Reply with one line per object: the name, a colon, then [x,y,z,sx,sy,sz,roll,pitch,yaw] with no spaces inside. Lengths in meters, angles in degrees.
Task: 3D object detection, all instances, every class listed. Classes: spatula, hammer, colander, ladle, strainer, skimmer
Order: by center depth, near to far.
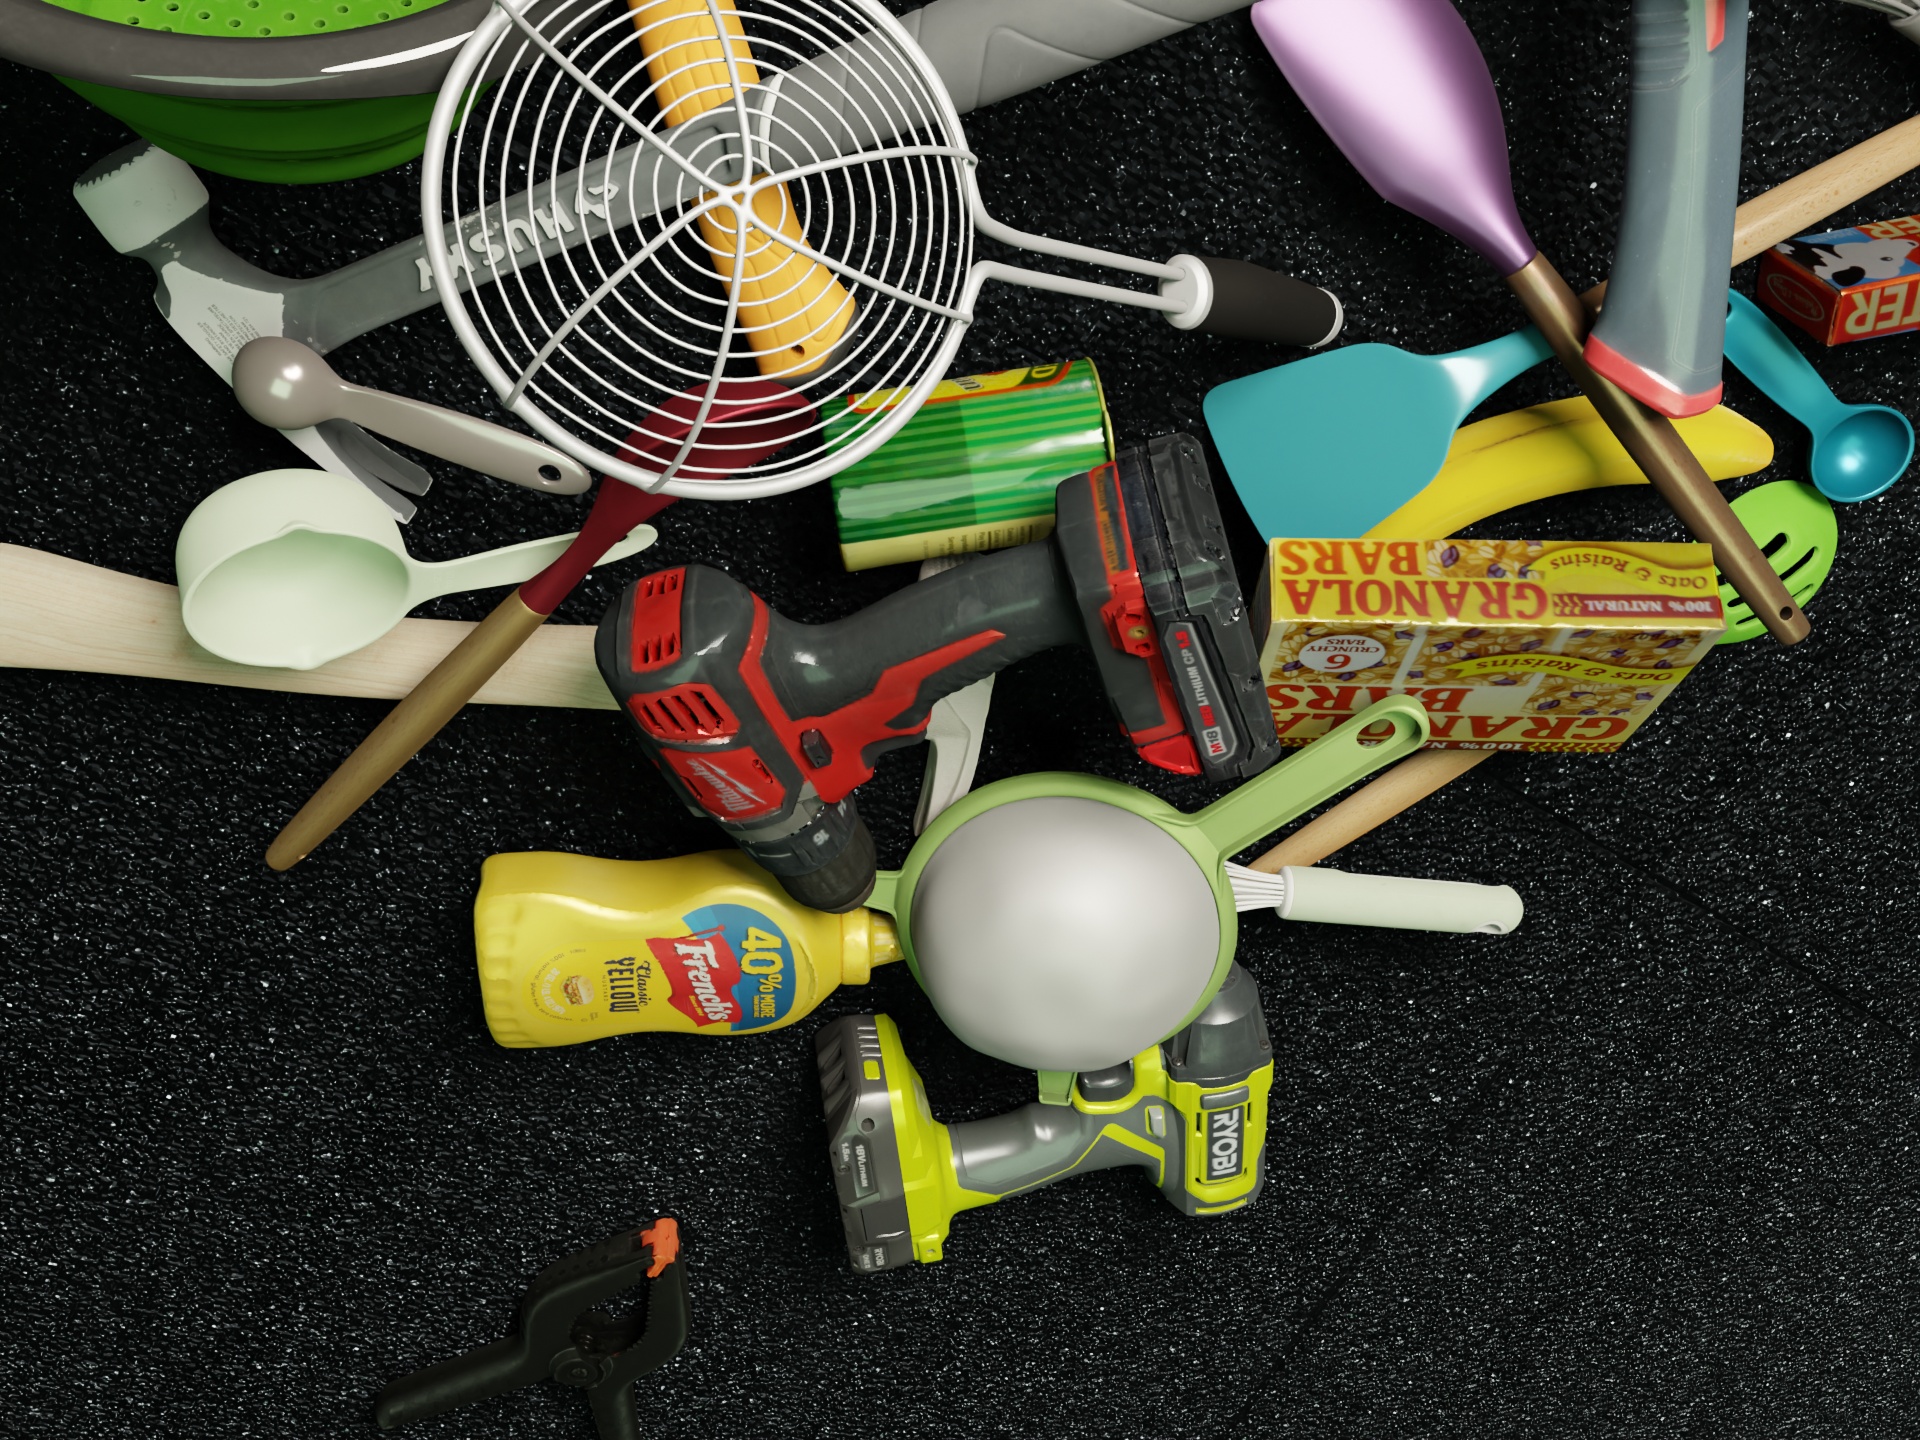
colander: [-0.104,-0.230,0.433,0.397,0.205,0.094,-16,161,-18]
hammer: [0.235,-0.281,0.470,0.143,0.038,0.386,-4,117,13]
skimmer: [0.015,-0.133,0.474,0.090,0.363,0.127,7,102,32]
hammer: [-0.106,-0.257,0.493,0.127,0.034,0.336,-16,125,2]
hammer: [-0.075,-0.176,0.505,0.409,0.036,0.149,-15,129,17]
spatula: [0.219,-0.147,0.576,0.060,0.018,0.315,-41,103,6]
ladle: [-0.172,-0.029,0.593,0.315,0.069,0.031,-38,78,26]
spatula: [0.251,-0.163,0.608,0.317,0.044,0.082,-27,91,2]
hammer: [-0.192,-0.016,0.646,0.410,0.038,0.146,4,125,-11]
strainer: [0.083,0.074,0.656,0.256,0.069,0.151,-35,107,23]

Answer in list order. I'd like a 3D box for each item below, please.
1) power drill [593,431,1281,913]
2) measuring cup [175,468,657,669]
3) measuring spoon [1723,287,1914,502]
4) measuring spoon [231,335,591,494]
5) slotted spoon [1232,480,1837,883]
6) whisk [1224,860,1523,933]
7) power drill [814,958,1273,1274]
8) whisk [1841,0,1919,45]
power drill: [-0.001,-0.002,0.601,0.226,0.080,0.187,-14,140,10]
measuring cup: [-0.195,-0.065,0.578,0.167,0.038,0.083,-14,153,-27]
measuring spoon: [0.340,-0.139,0.654,0.128,0.021,0.042,36,112,-18]
measuring spoon: [-0.189,-0.098,0.549,0.124,0.018,0.034,17,131,-13]
slotted spoon: [0.256,-0.002,0.726,0.313,0.031,0.070,-35,119,17]
whisk: [0.142,0.078,0.737,0.246,0.059,0.057,5,156,-6]
power drill: [0.045,0.191,0.800,0.223,0.080,0.171,-10,125,-6]
whisk: [0.333,-0.248,0.548,0.238,0.055,0.055,22,118,-19]
